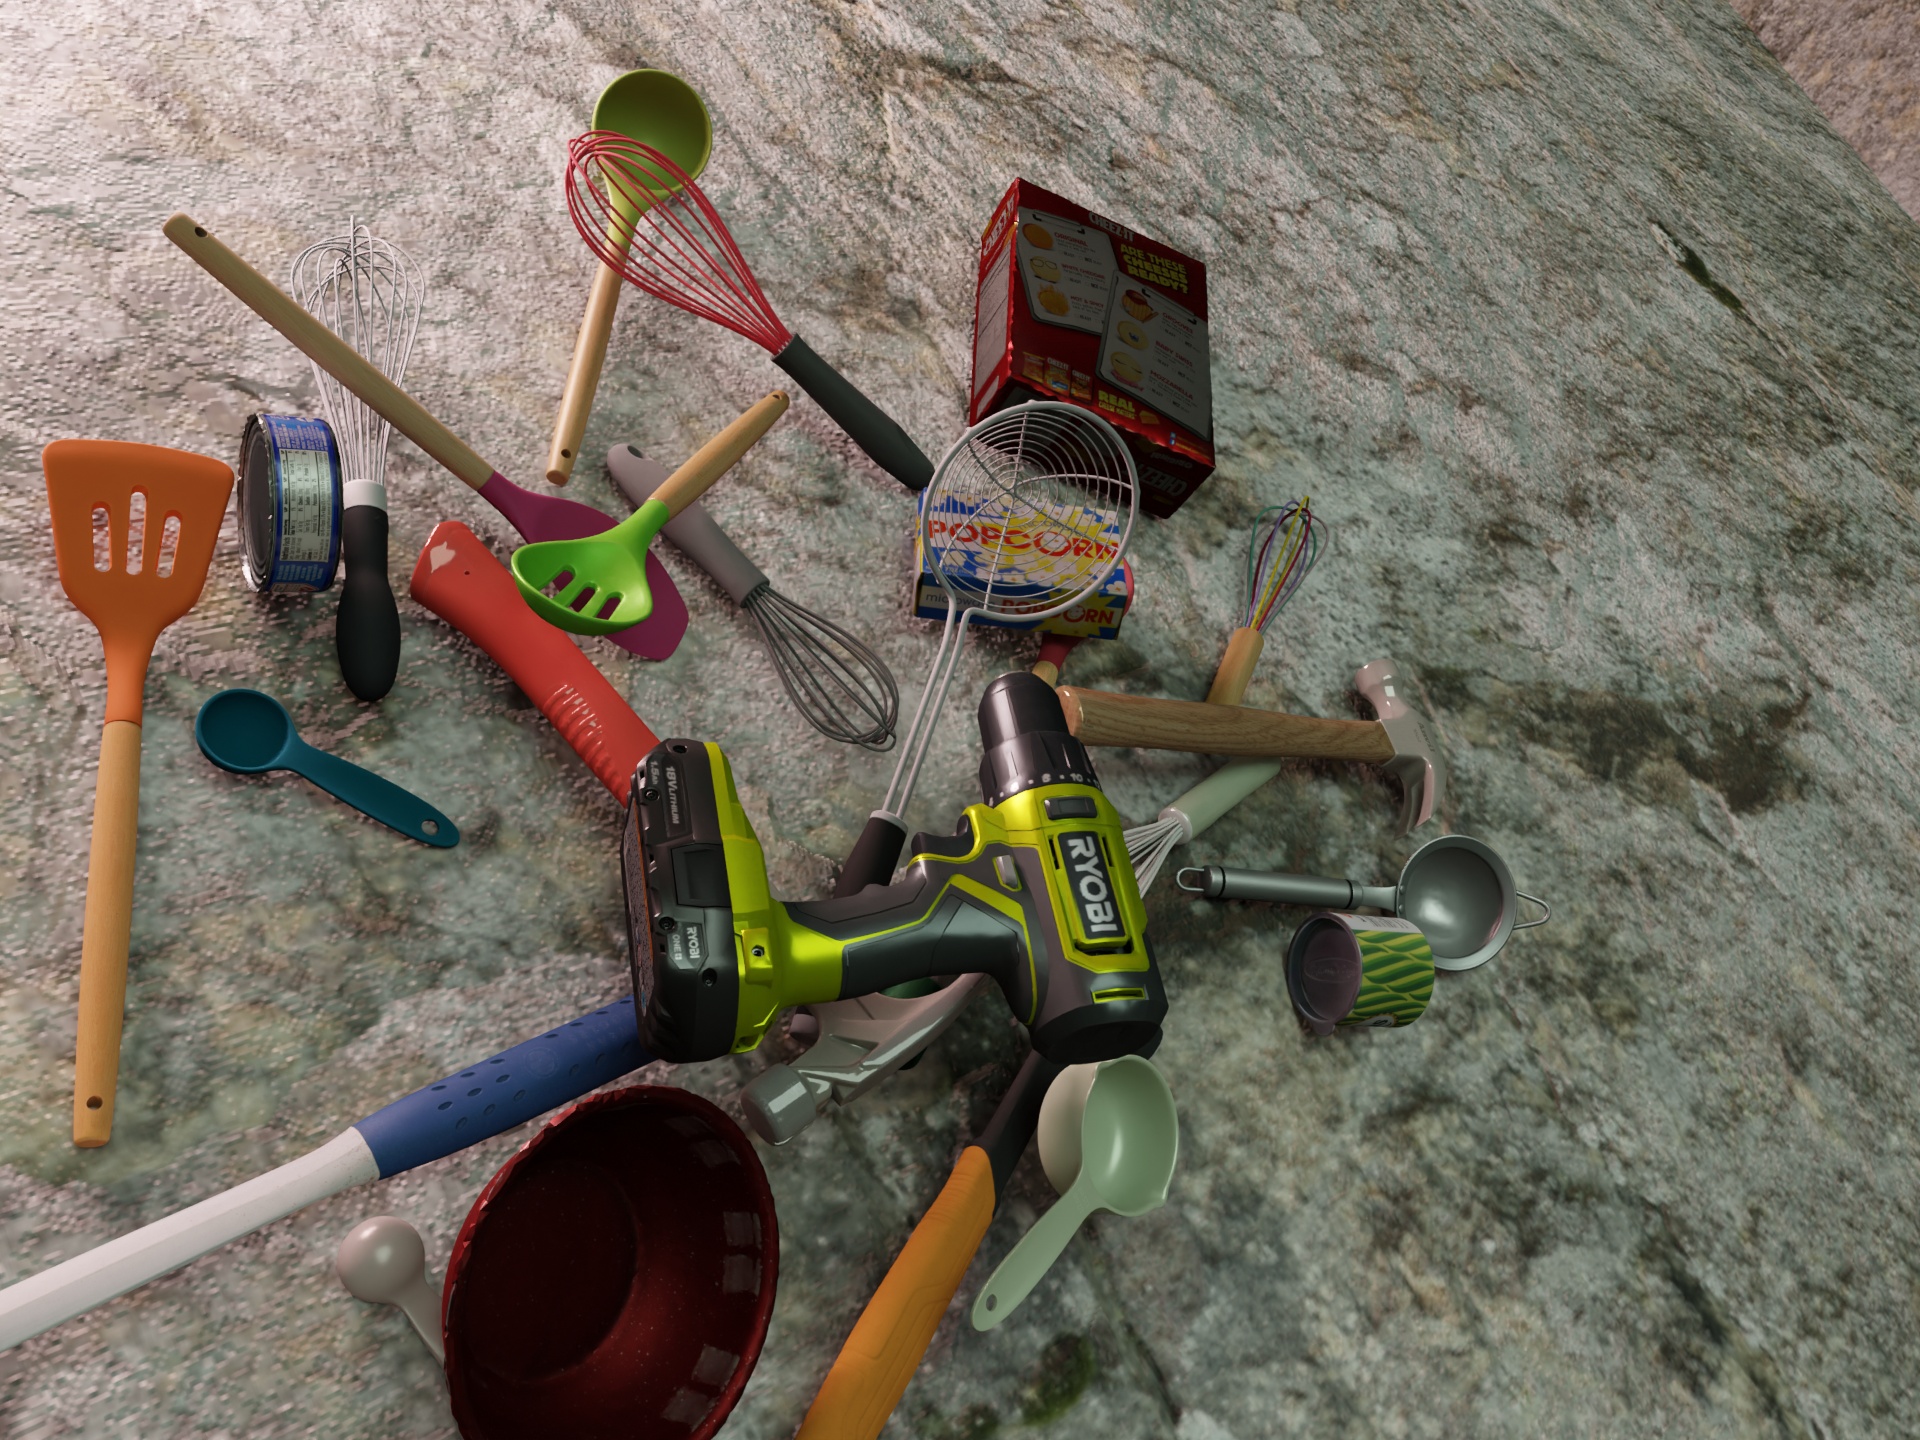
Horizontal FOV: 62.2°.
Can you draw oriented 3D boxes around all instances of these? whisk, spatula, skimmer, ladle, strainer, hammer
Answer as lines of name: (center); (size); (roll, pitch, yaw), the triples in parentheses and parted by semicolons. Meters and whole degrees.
whisk: (0.202, -0.073, 1.084); (0.051, 0.047, 0.245); (35, 52, -7)
whisk: (-0.308, -0.140, 0.819); (0.070, 0.070, 0.285); (3, 64, -29)
spatula: (-0.365, 0.020, 0.689); (0.081, 0.041, 0.323); (5, 59, -29)
skimmer: (-0.001, -0.003, 0.834); (0.127, 0.090, 0.363); (35, 61, -30)
ladle: (0.046, -0.015, 0.934); (0.069, 0.031, 0.316); (22, 41, 1)
strainer: (0.248, 0.108, 0.993); (0.258, 0.050, 0.087); (7, 85, -20)
hammer: (-0.005, 0.230, 0.747); (0.127, 0.034, 0.337); (54, 48, -22)
whisk: (-0.122, -0.240, 0.964); (0.295, 0.073, 0.073); (41, 46, -23)
whisk: (0.124, 0.067, 0.948); (0.246, 0.058, 0.059); (-29, 113, -43)
ladle: (-0.210, -0.275, 0.967); (0.078, 0.062, 0.320); (21, 54, -25)
whisk: (-0.119, -0.071, 0.894); (0.239, 0.055, 0.055); (46, 48, 9)
hammer: (-0.247, 0.184, 0.639); (0.405, 0.035, 0.144); (-20, 54, -41)
hammer: (-0.142, 0.028, 0.775); (0.149, 0.036, 0.359); (-33, 70, -31)
hammer: (0.188, 0.010, 0.988); (0.331, 0.031, 0.130); (4, 54, -37)

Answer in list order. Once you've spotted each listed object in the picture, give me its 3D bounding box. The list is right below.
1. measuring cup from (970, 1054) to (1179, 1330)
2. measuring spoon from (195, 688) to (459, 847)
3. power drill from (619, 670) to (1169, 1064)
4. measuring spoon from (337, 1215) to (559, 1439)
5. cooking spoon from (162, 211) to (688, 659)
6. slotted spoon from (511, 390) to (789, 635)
measuring cup: (0.044, 0.224, 0.749); (0.167, 0.038, 0.083); (-38, 109, -42)
measuring spoon: (-0.296, 0.030, 0.744); (0.128, 0.021, 0.042); (32, 48, -20)
power drill: (-0.032, 0.063, 0.715); (0.228, 0.080, 0.191); (-1, 58, -20)
measuring spoon: (-0.204, 0.251, 0.646); (0.124, 0.018, 0.034); (47, 48, 4)
cooking spoon: (-0.264, -0.140, 0.815); (0.318, 0.017, 0.069); (42, 46, -25)
slotted spoon: (-0.153, -0.122, 0.868); (0.070, 0.031, 0.314); (29, 35, -1)
